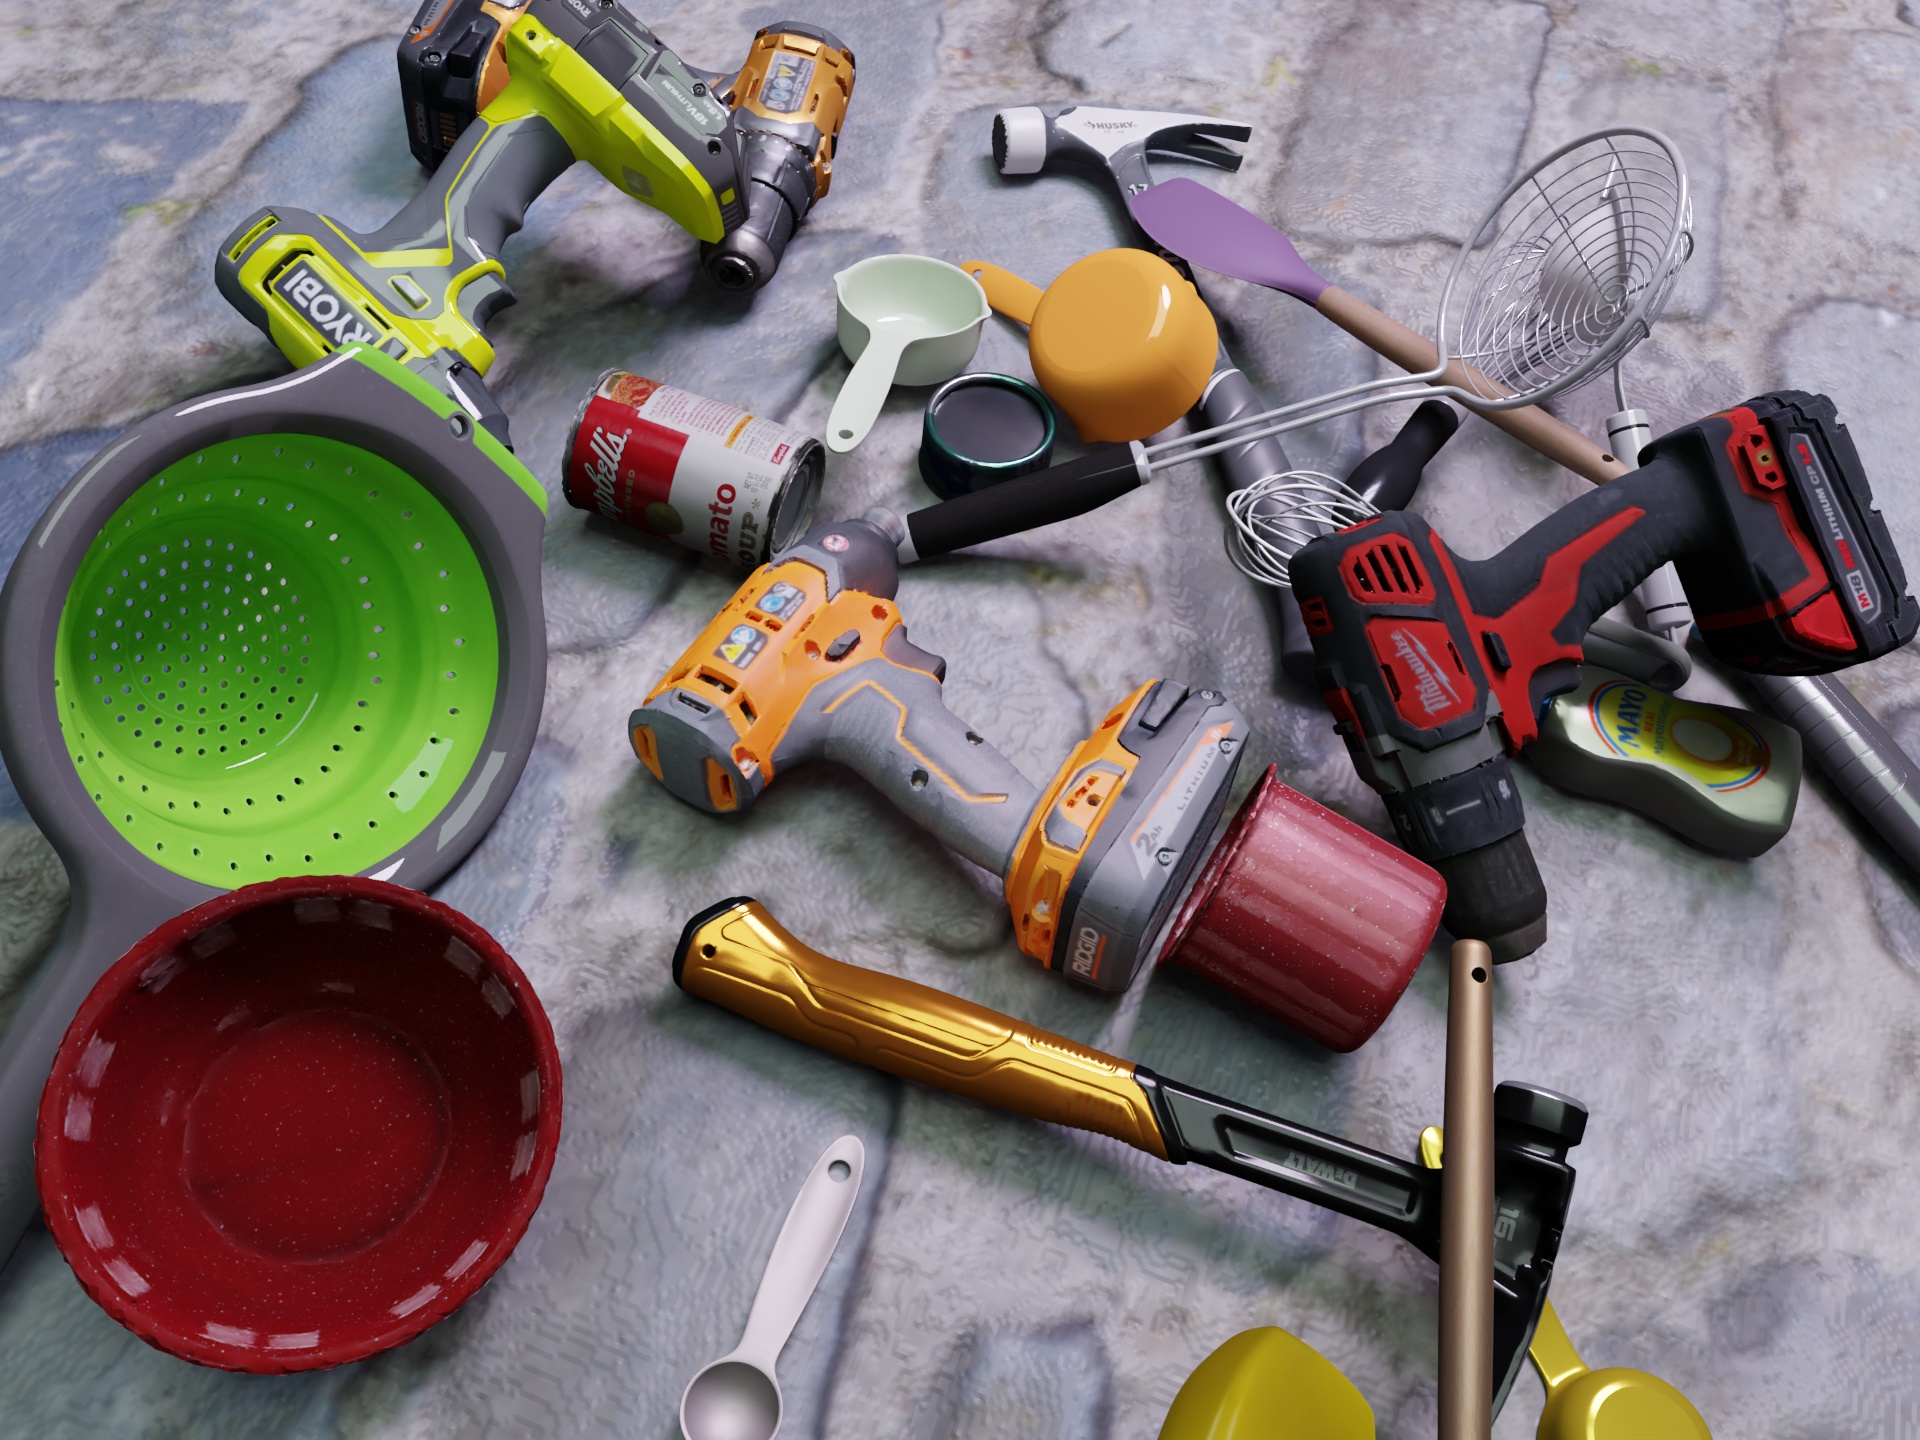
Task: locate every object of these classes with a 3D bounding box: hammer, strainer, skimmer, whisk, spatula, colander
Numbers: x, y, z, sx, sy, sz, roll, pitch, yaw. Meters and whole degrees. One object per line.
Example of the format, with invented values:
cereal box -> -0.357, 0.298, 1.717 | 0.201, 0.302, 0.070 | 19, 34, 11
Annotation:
hammer -> 0.047, 0.145, 0.586 | 0.337, 0.034, 0.127 | 18, 77, 11
strainer -> 0.324, -0.153, 0.781 | 0.050, 0.086, 0.258 | -10, 81, 13
skimmer -> 0.131, -0.154, 0.701 | 0.363, 0.090, 0.127 | -17, 46, 9
whisk -> 0.229, -0.056, 0.721 | 0.246, 0.057, 0.059 | 17, 34, -14
spatula -> 0.199, -0.197, 0.789 | 0.060, 0.018, 0.316 | -31, 55, -24
hammer -> 0.134, -0.186, 0.830 | 0.149, 0.036, 0.409 | -7, 58, -13
whisk -> 0.260, -0.173, 0.812 | 0.070, 0.070, 0.285 | 33, 57, 15
hammer -> 0.437, 0.065, 0.698 | 0.128, 0.033, 0.331 | -19, 61, -18
colander -> -0.302, 0.047, 0.585 | 0.094, 0.204, 0.397 | 8, 66, 40

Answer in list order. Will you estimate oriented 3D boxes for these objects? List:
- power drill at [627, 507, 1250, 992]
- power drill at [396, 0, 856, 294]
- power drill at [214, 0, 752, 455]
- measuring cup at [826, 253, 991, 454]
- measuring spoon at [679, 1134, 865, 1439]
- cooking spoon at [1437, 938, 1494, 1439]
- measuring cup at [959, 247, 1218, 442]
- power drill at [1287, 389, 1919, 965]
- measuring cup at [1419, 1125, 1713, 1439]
power drill -> -0.001, -0.002, 0.665 | 0.226, 0.084, 0.164 | 25, 57, 15
power drill -> -0.180, -0.320, 0.858 | 0.226, 0.084, 0.185 | 12, 58, -4
power drill -> -0.211, -0.223, 0.753 | 0.171, 0.080, 0.223 | 43, 83, 4
measuring cup -> -0.037, -0.171, 0.785 | 0.083, 0.038, 0.168 | 15, 48, 5
measuring spoon -> -0.061, 0.202, 0.561 | 0.034, 0.018, 0.124 | 21, 50, 7
cooking spoon -> 0.160, 0.223, 0.505 | 0.069, 0.017, 0.319 | 10, 65, -1
measuring cup -> 0.048, -0.209, 0.806 | 0.174, 0.052, 0.095 | 37, 95, 32
power drill -> 0.264, -0.021, 0.654 | 0.226, 0.080, 0.188 | -21, 89, -6
measuring cup -> 0.213, 0.214, 0.573 | 0.062, 0.029, 0.157 | -17, 61, -17
